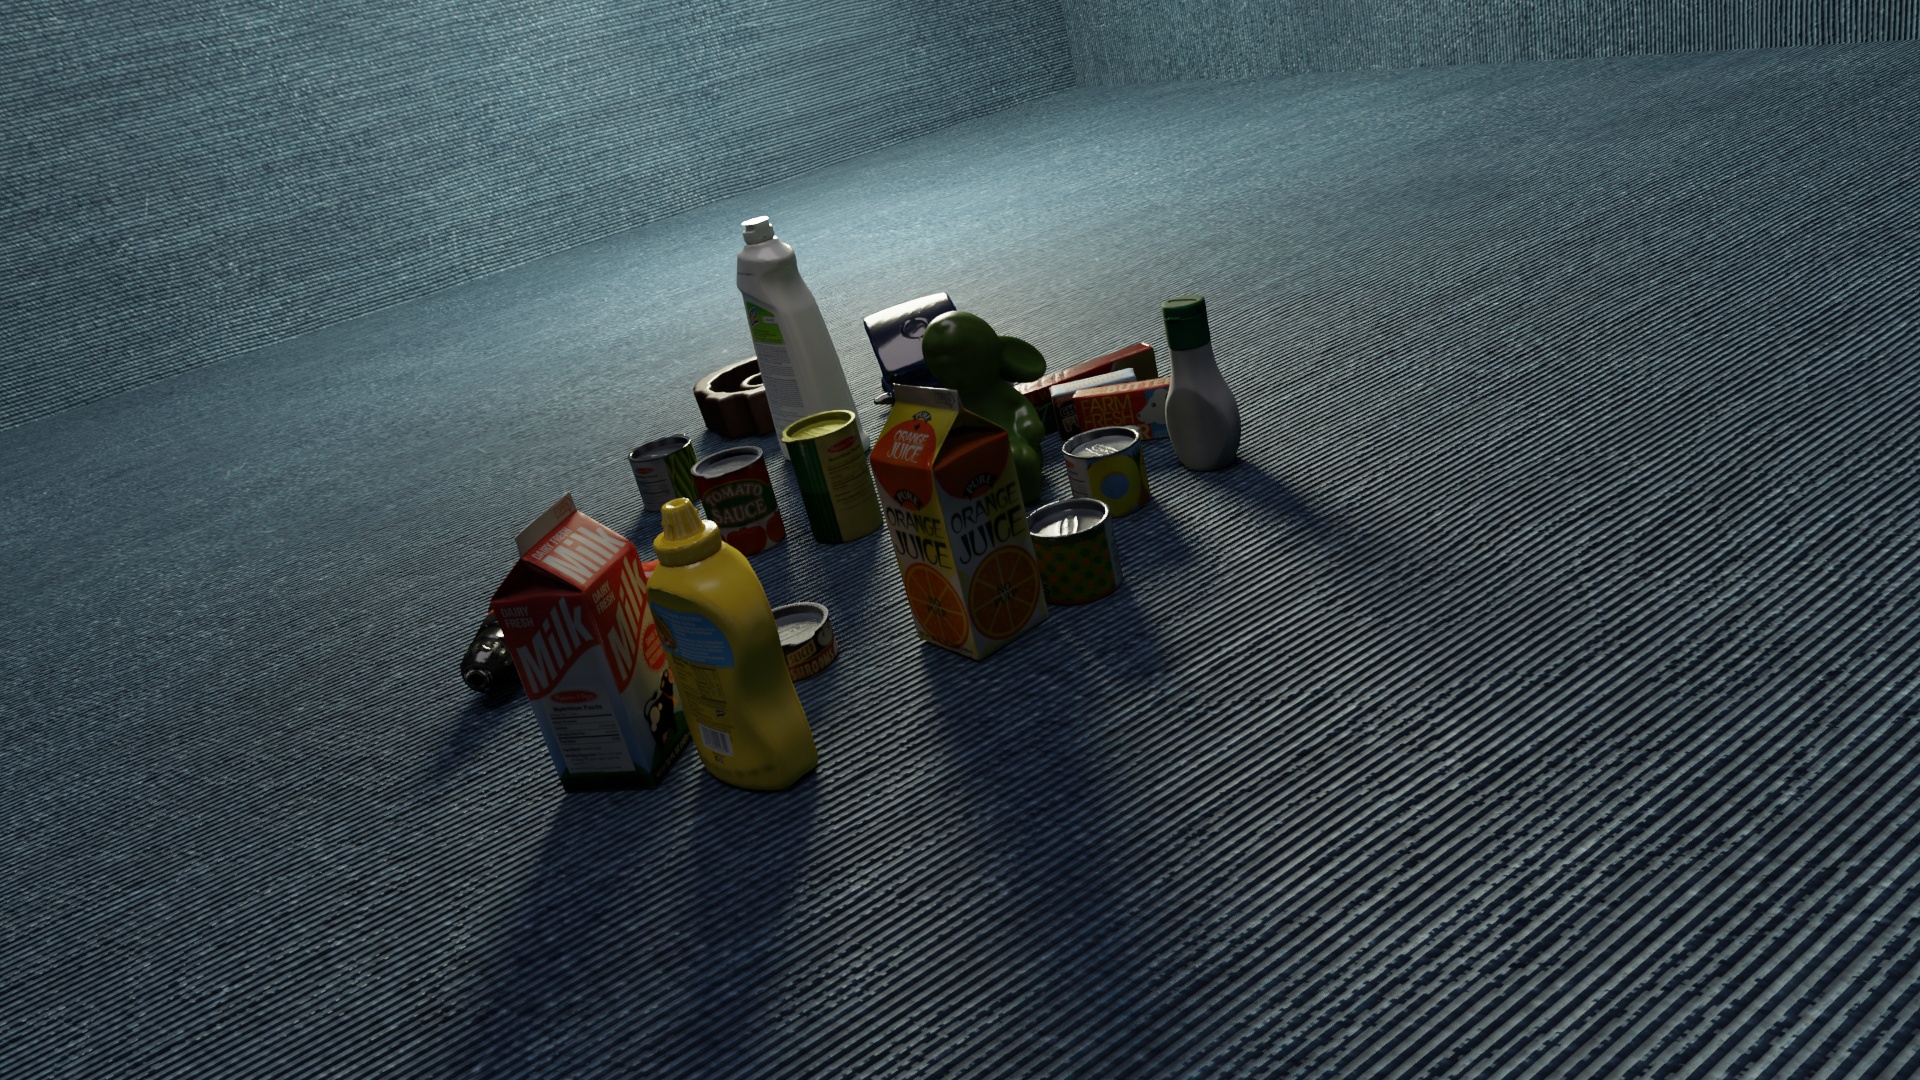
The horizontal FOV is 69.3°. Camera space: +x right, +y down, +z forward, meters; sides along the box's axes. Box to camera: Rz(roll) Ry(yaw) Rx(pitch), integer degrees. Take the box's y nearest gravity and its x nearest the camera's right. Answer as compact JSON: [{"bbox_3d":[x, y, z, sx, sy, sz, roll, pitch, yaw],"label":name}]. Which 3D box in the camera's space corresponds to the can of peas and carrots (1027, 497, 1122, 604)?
[{"bbox_3d":[0.082,0.009,1.040,0.071,0.058,0.071,-12,23,5],"label":"can of peas and carrots"}]

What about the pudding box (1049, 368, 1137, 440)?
[{"bbox_3d":[0.132,-0.132,1.340,0.084,0.049,0.030,-13,23,3],"label":"pudding box"}]

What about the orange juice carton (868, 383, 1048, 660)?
[{"bbox_3d":[-0.004,-0.020,0.983,0.073,0.192,0.072,-30,28,-32],"label":"orange juice carton"}]

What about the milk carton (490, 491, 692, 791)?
[{"bbox_3d":[-0.246,0.068,0.923,0.073,0.189,0.073,-6,24,18],"label":"milk carton"}]

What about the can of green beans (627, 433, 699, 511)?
[{"bbox_3d":[-0.300,-0.069,1.424,0.071,0.057,0.071,-12,23,5],"label":"can of green beans"}]

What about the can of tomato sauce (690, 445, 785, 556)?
[{"bbox_3d":[-0.201,-0.034,1.261,0.071,0.082,0.071,-12,23,5],"label":"can of tomato sauce"}]

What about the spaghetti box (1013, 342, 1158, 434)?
[{"bbox_3d":[0.082,-0.133,1.368,0.251,0.050,0.029,-21,24,-16],"label":"spaghetti box"}]

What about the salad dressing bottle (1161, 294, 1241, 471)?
[{"bbox_3d":[0.201,-0.134,1.184,0.064,0.147,0.044,6,30,39],"label":"salad dressing bottle"}]

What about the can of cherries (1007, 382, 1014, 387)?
[{"bbox_3d":[0.020,-0.170,1.475,0.071,0.058,0.072,-12,23,5],"label":"can of cherries"}]

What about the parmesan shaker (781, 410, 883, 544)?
[{"bbox_3d":[-0.115,-0.055,1.236,0.071,0.102,0.071,-12,23,5],"label":"parmesan shaker"}]

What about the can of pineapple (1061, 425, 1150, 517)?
[{"bbox_3d":[0.125,-0.058,1.167,0.071,0.057,0.071,-12,23,5],"label":"can of pineapple"}]

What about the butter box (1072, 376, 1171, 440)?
[{"bbox_3d":[0.160,-0.120,1.292,0.103,0.053,0.024,-6,24,17],"label":"butter box"}]

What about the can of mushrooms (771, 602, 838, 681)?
[{"bbox_3d":[-0.125,0.077,1.033,0.071,0.033,0.071,-12,23,5],"label":"can of mushrooms"}]
